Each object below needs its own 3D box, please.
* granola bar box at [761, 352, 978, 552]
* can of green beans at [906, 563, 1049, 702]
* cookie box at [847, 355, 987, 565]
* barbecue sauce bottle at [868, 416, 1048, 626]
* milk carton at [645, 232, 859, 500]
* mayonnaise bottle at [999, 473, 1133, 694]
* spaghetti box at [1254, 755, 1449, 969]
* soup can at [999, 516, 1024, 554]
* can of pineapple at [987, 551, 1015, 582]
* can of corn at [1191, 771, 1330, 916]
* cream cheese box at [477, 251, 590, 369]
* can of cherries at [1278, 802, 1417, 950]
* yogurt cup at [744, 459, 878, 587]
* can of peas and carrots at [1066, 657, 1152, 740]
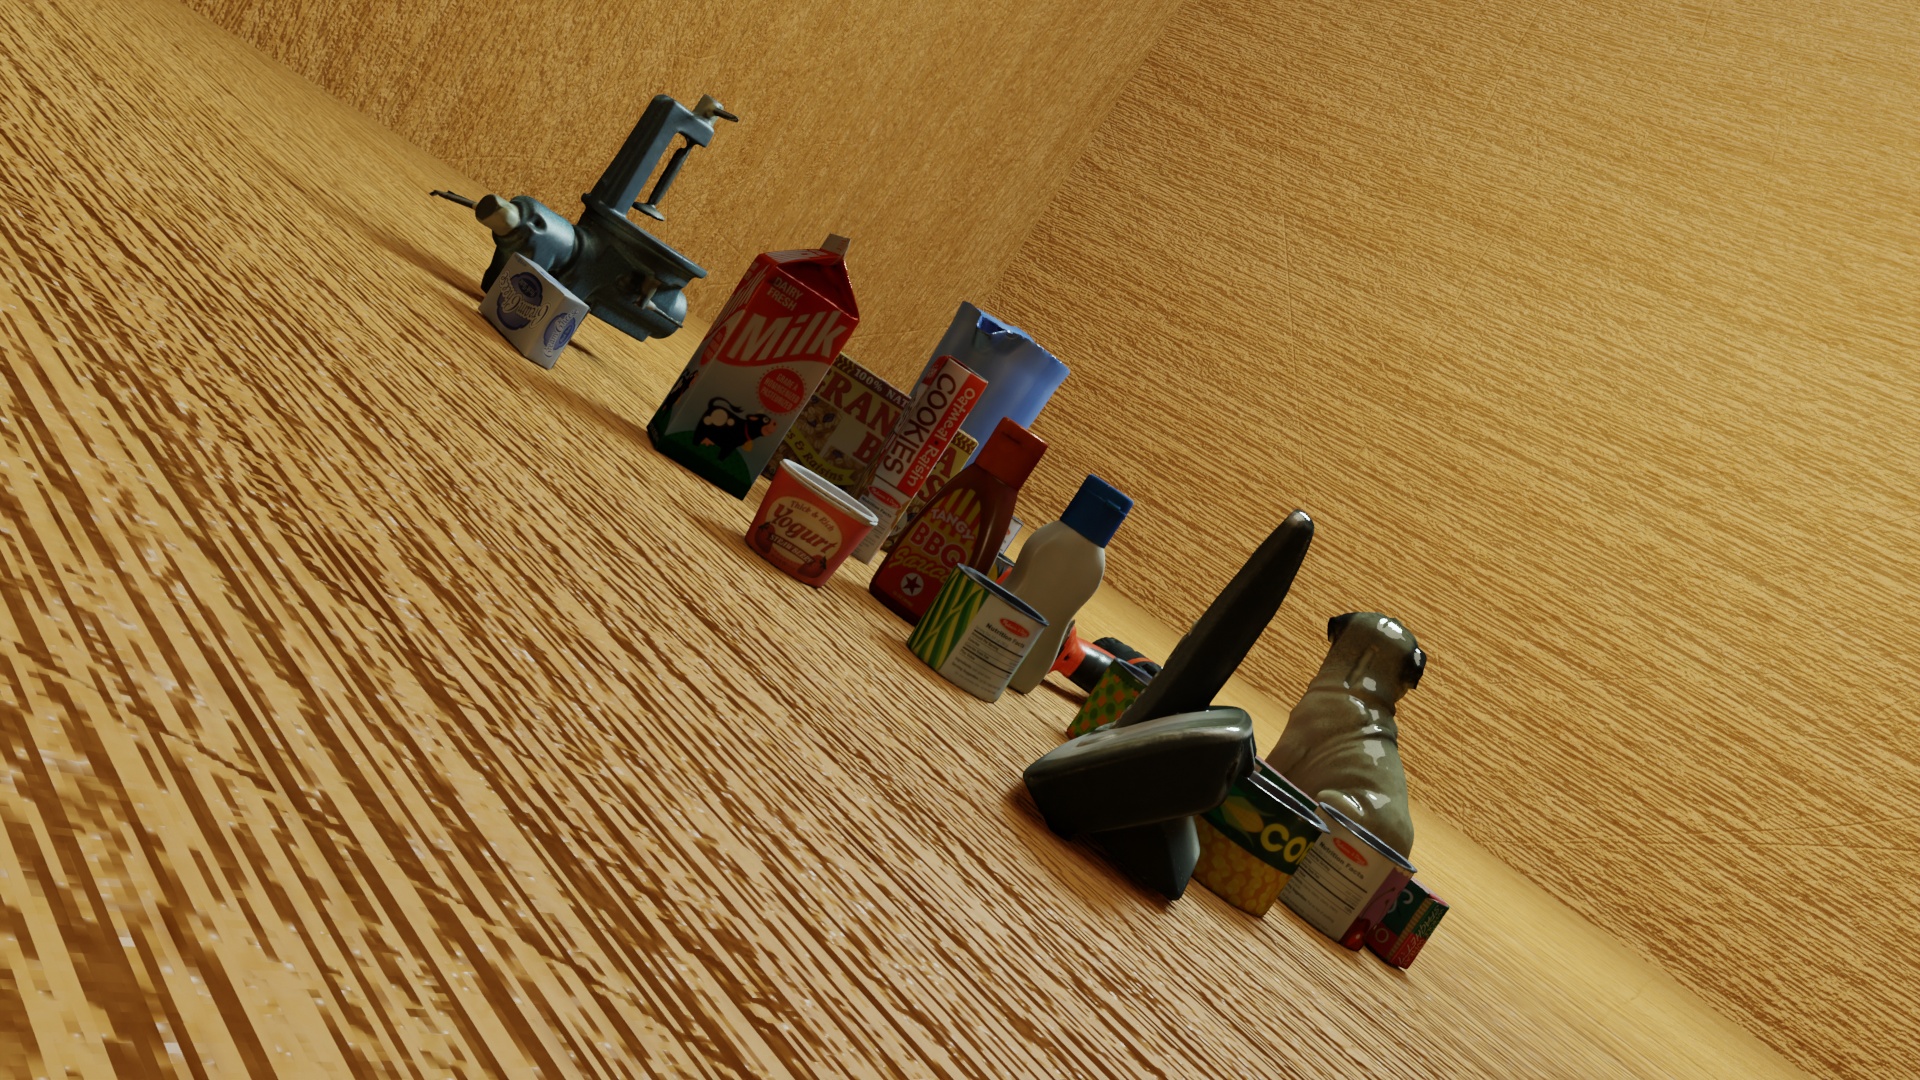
[{"bbox_3d":[-0.088,-0.079,1.194,0.165,0.124,0.039,33,3,-16],"label":"granola bar box"},{"bbox_3d":[0.010,0.055,0.828,0.071,0.058,0.071,33,4,-2],"label":"can of green beans"},{"bbox_3d":[-0.044,-0.068,1.099,0.040,0.167,0.123,33,3,-8],"label":"cookie box"},{"bbox_3d":[0.003,-0.012,0.925,0.065,0.148,0.043,35,3,21],"label":"barbecue sauce bottle"},{"bbox_3d":[-0.135,-0.132,0.967,0.073,0.190,0.072,32,4,-24],"label":"milk carton"},{"bbox_3d":[0.060,0.026,0.925,0.065,0.148,0.041,33,3,-18],"label":"mayonnaise bottle"},{"bbox_3d":[0.213,0.187,0.920,0.028,0.050,0.251,31,5,-38],"label":"spaghetti box"},{"bbox_3d":[0.009,0.000,1.311,0.071,0.083,0.071,33,3,-2],"label":"soup can"},{"bbox_3d":[0.002,0.025,1.129,0.071,0.058,0.071,33,4,-2],"label":"can of pineapple"},{"bbox_3d":[0.149,0.155,0.727,0.071,0.058,0.071,33,4,-2],"label":"can of corn"},{"bbox_3d":[-0.306,-0.165,0.994,0.024,0.053,0.104,30,5,-46],"label":"cream cheese box"},{"bbox_3d":[0.224,0.197,0.815,0.071,0.058,0.071,33,4,-2],"label":"can of cherries"},{"bbox_3d":[-0.091,-0.009,0.821,0.072,0.054,0.072,33,4,-2],"label":"yogurt cup"},{"bbox_3d":[0.109,0.116,0.885,0.071,0.058,0.071,33,4,-2],"label":"can of peas and carrots"}]
